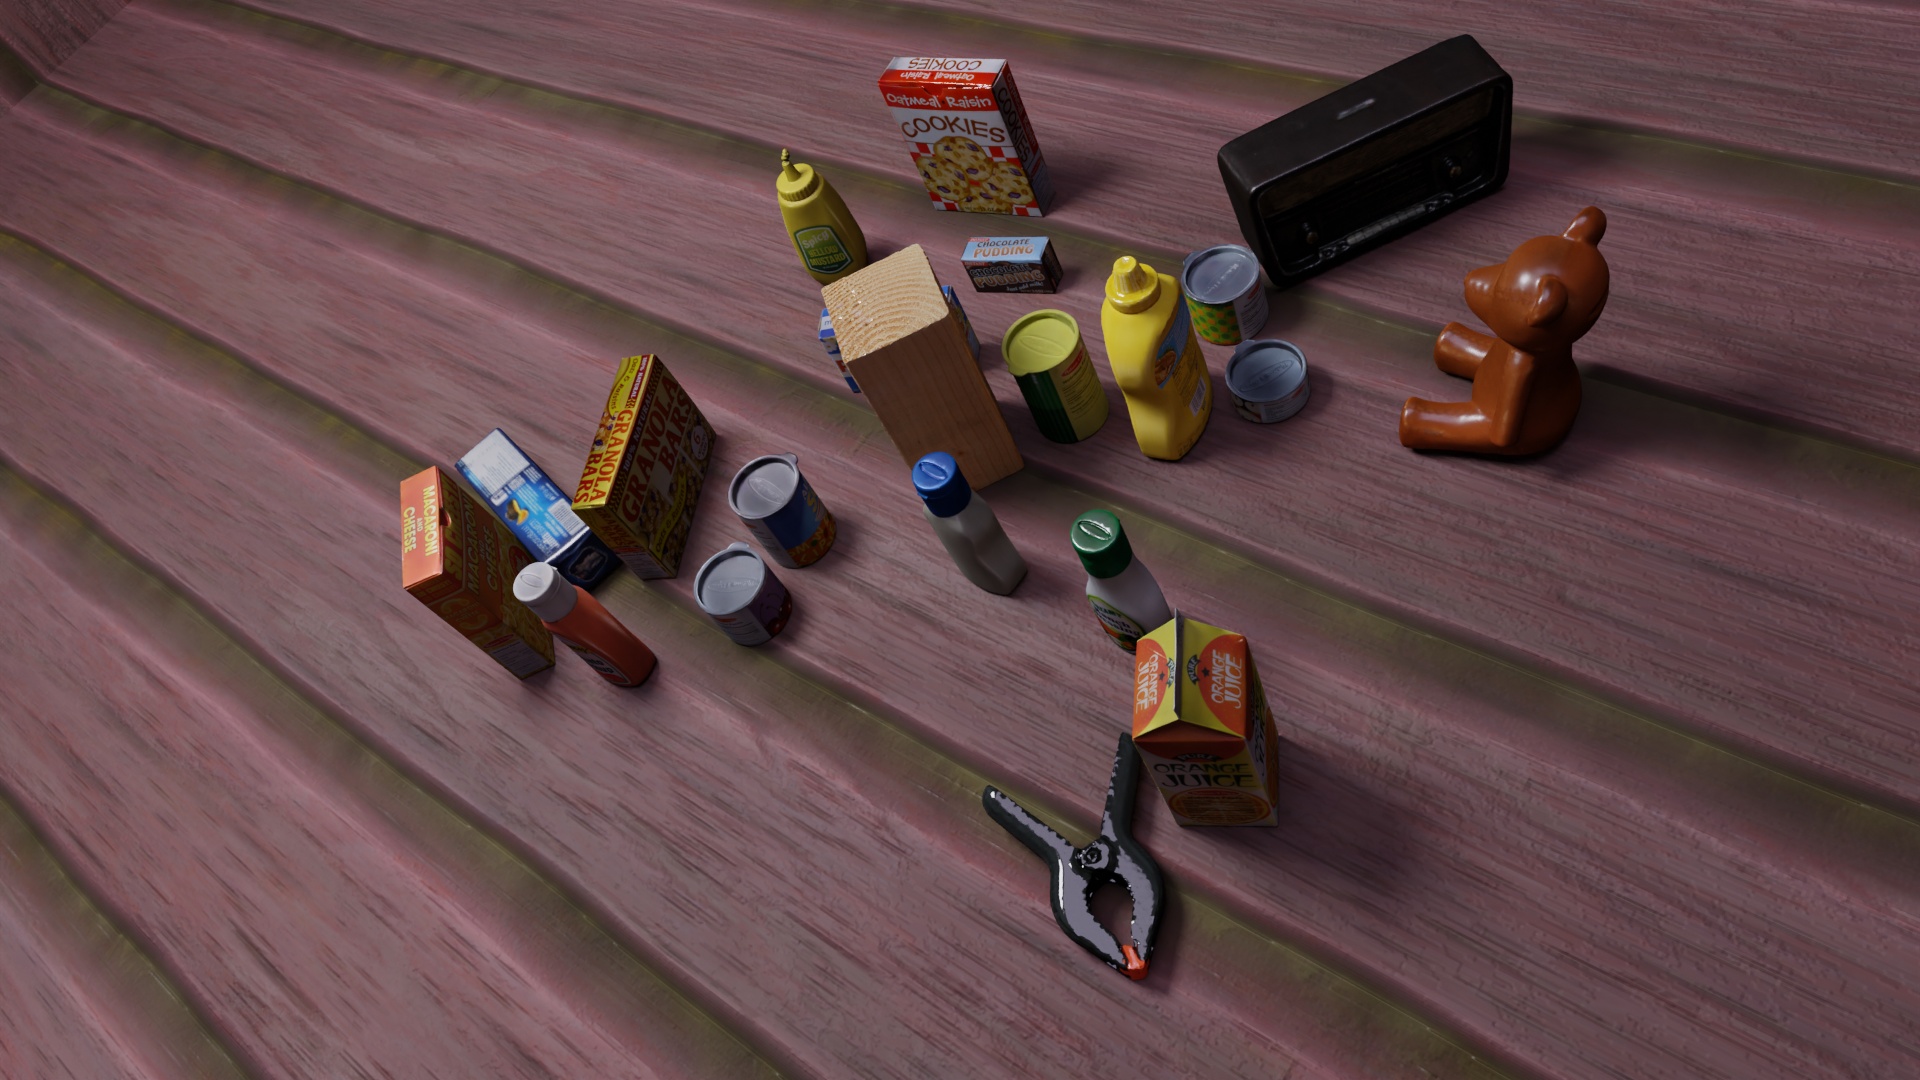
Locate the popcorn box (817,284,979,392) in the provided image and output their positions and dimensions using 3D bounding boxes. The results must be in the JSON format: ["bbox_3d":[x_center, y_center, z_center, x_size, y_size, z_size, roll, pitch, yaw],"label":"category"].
[{"bbox_3d":[-0.056,-0.183,1.270,0.126,0.085,0.038,-7,56,17],"label":"popcorn box"}]

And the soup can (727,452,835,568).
[{"bbox_3d":[-0.151,-0.026,1.203,0.071,0.083,0.072,-11,55,15],"label":"soup can"}]

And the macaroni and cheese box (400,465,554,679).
[{"bbox_3d":[-0.423,0.030,1.222,0.040,0.165,0.124,-24,52,6],"label":"macaroni and cheese box"}]

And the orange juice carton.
[{"bbox_3d":[0.160,0.120,0.911,0.073,0.192,0.072,-4,57,20],"label":"orange juice carton"}]

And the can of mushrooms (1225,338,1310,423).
[{"bbox_3d":[0.253,-0.133,1.146,0.071,0.033,0.071,-10,55,15],"label":"can of mushrooms"}]

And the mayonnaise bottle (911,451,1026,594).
[{"bbox_3d":[0.004,-0.014,1.092,0.065,0.147,0.041,29,72,34],"label":"mayonnaise bottle"}]

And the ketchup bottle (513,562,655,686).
[{"bbox_3d":[-0.317,0.070,1.164,0.065,0.148,0.044,17,66,30],"label":"ketchup bottle"}]

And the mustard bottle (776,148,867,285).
[{"bbox_3d":[-0.142,-0.315,1.347,0.065,0.159,0.049,-9,55,16],"label":"mustard bottle"}]

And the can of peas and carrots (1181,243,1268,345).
[{"bbox_3d":[0.226,-0.212,1.194,0.071,0.058,0.071,-11,55,15],"label":"can of peas and carrots"}]

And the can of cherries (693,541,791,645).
[{"bbox_3d":[-0.183,0.046,1.184,0.071,0.058,0.072,-11,55,15],"label":"can of cherries"}]

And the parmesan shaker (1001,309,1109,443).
[{"bbox_3d":[0.079,-0.135,1.172,0.071,0.102,0.071,-11,55,15],"label":"parmesan shaker"}]

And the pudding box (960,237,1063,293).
[{"bbox_3d":[0.048,-0.259,1.302,0.084,0.049,0.030,6,61,25],"label":"pudding box"}]

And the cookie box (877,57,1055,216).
[{"bbox_3d":[0.008,-0.384,1.329,0.123,0.166,0.040,11,63,28],"label":"cookie box"}]

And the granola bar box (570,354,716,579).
[{"bbox_3d":[-0.282,-0.066,1.257,0.039,0.123,0.166,-3,57,20],"label":"granola bar box"}]

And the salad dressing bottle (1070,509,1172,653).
[{"bbox_3d":[0.116,0.031,1.018,0.064,0.147,0.044,29,73,34],"label":"salad dressing bottle"}]
